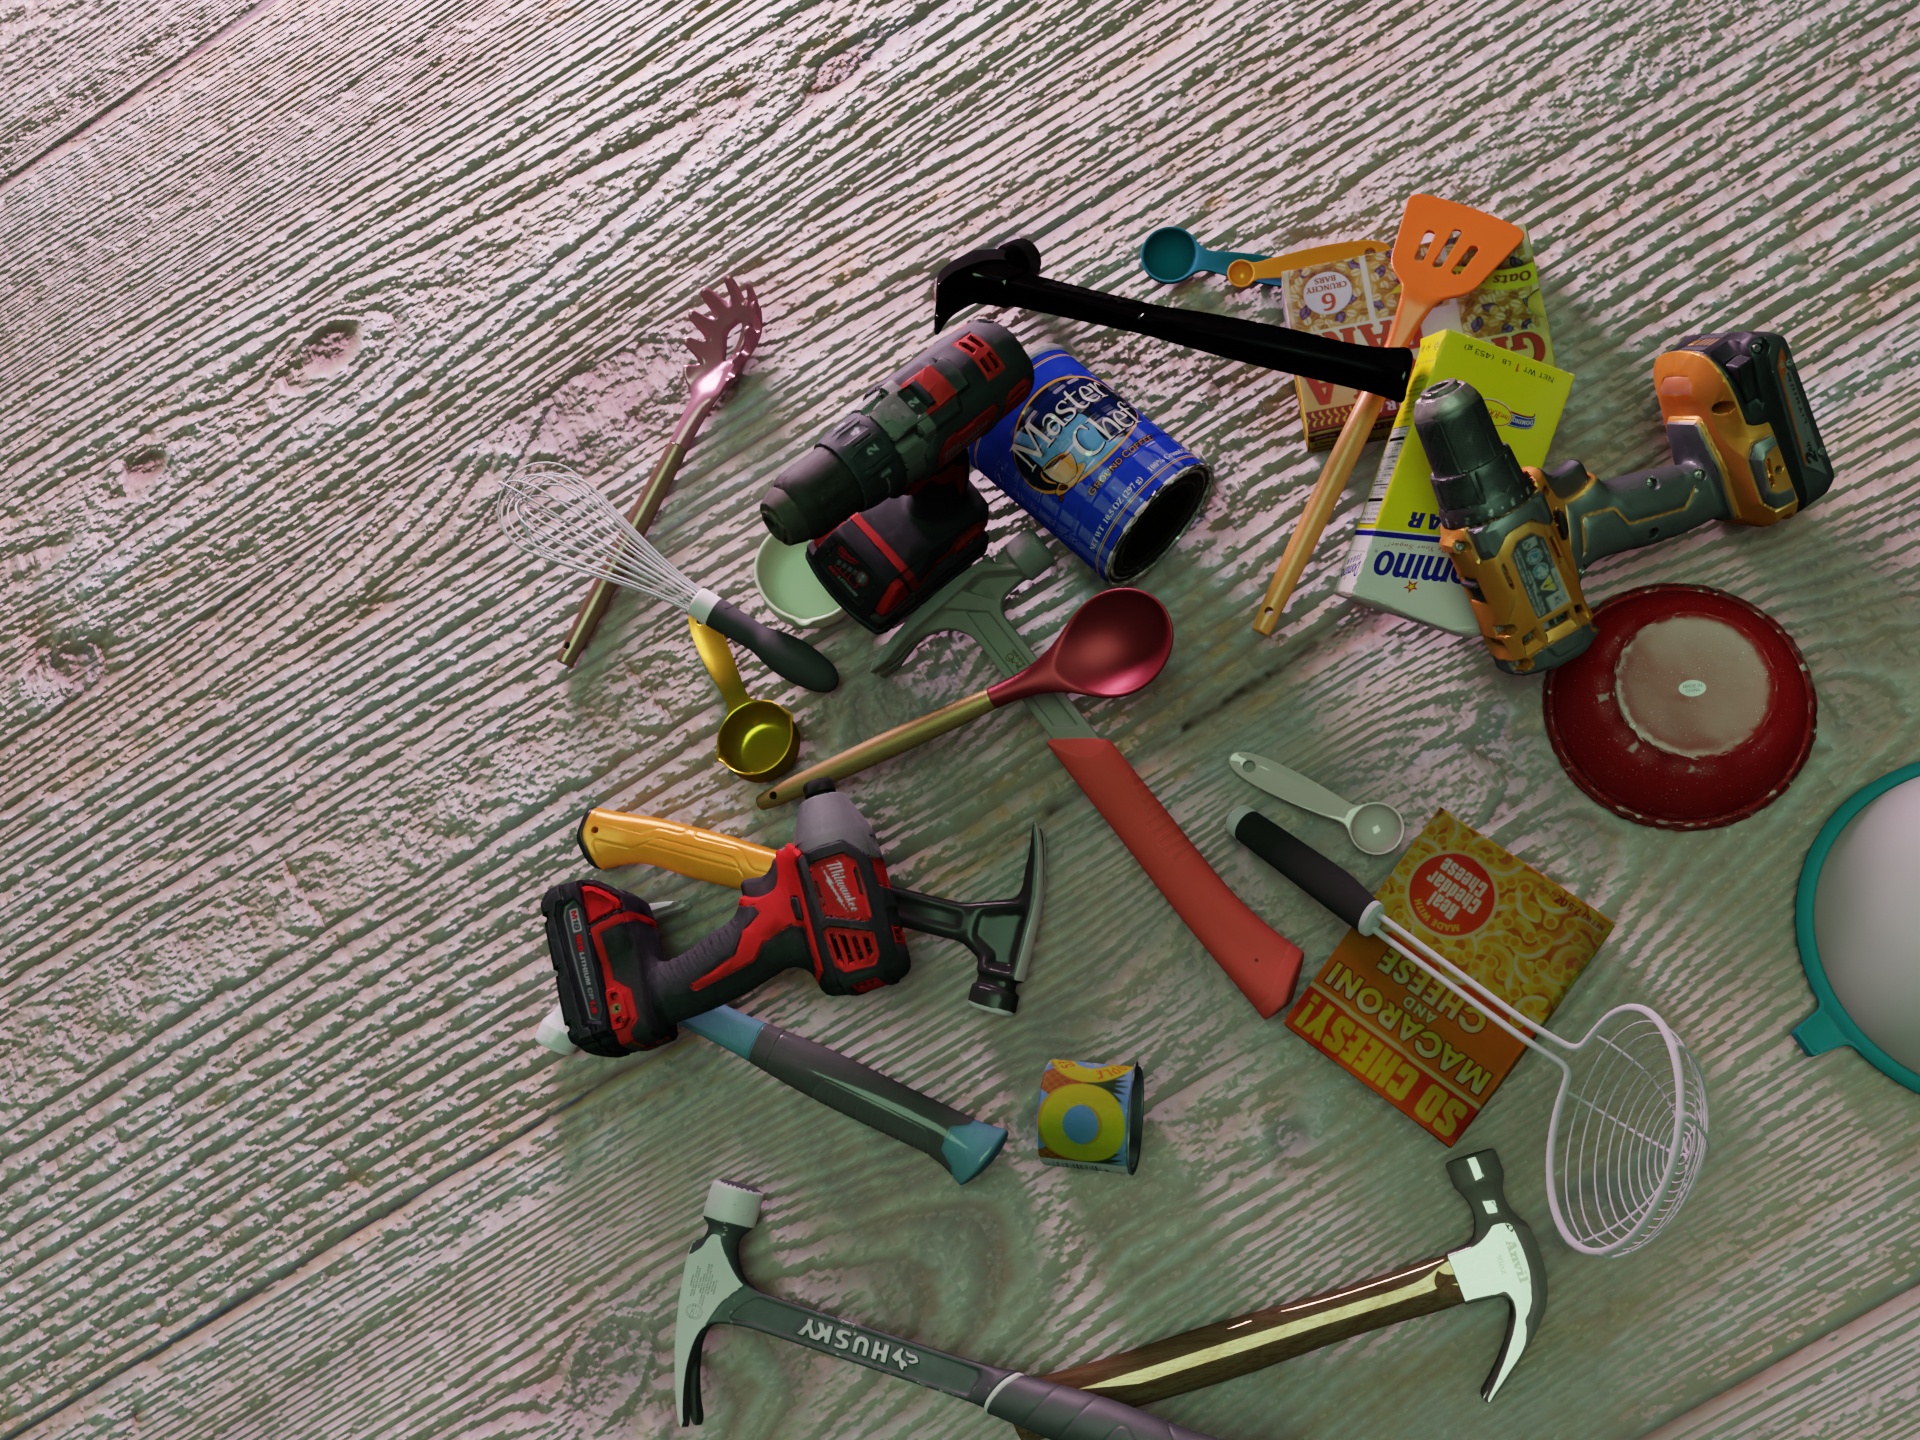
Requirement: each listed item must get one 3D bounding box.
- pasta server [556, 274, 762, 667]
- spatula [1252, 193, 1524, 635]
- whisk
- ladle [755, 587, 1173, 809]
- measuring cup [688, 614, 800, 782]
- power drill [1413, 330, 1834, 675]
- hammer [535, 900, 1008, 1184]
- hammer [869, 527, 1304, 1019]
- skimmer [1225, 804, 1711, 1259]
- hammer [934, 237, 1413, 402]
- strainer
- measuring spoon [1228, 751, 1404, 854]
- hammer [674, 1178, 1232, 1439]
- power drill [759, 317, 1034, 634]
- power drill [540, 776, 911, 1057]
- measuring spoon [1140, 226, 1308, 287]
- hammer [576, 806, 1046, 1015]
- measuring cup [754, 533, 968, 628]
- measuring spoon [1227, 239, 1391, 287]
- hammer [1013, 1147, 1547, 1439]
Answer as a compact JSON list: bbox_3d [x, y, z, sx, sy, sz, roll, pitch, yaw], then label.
[{"bbox_3d":[-0.228,-0.185,1.190,0.060,0.040,0.316,23,84,30],"label":"pasta server"},{"bbox_3d":[0.267,-0.201,1.044,0.081,0.041,0.322,26,89,16],"label":"spatula"},{"bbox_3d":[-0.209,-0.097,1.132,0.284,0.070,0.070,31,85,5],"label":"whisk"},{"bbox_3d":[-0.002,-0.003,1.059,0.315,0.031,0.069,-24,77,16],"label":"ladle"},{"bbox_3d":[-0.161,-0.021,1.145,0.062,0.029,0.157,-30,60,2],"label":"measuring cup"},{"bbox_3d":[0.391,-0.157,0.965,0.226,0.084,0.185,-30,105,-4],"label":"power drill"},{"bbox_3d":[-0.124,0.223,1.066,0.331,0.033,0.128,22,83,17],"label":"hammer"},{"bbox_3d":[0.093,0.048,1.051,0.149,0.036,0.359,-40,72,10],"label":"hammer"},{"bbox_3d":[0.259,0.146,0.894,0.364,0.090,0.127,40,120,44],"label":"skimmer"},{"bbox_3d":[0.137,-0.261,1.054,0.335,0.146,0.035,20,125,25],"label":"hammer"},{"bbox_3d":[0.609,0.053,0.900,0.211,0.095,0.340,12,81,16],"label":"strainer"},{"bbox_3d":[0.231,0.051,1.036,0.124,0.018,0.034,28,84,25],"label":"measuring spoon"},{"bbox_3d":[0.006,0.405,0.961,0.409,0.036,0.149,10,74,22],"label":"hammer"},{"bbox_3d":[-0.048,-0.139,1.007,0.188,0.226,0.080,-39,79,-18],"label":"power drill"},{"bbox_3d":[-0.151,0.129,1.039,0.219,0.078,0.143,-18,74,5],"label":"power drill"},{"bbox_3d":[0.193,-0.323,1.138,0.128,0.021,0.042,12,84,7],"label":"measuring spoon"},{"bbox_3d":[-0.108,0.102,1.091,0.337,0.034,0.127,11,80,16],"label":"hammer"},{"bbox_3d":[-0.063,-0.099,1.136,0.167,0.038,0.083,4,76,-3],"label":"measuring cup"},{"bbox_3d":[0.245,-0.321,1.119,0.117,0.011,0.021,-9,87,0],"label":"measuring spoon"},{"bbox_3d":[0.187,0.372,0.955,0.331,0.031,0.130,-21,72,8],"label":"hammer"}]
